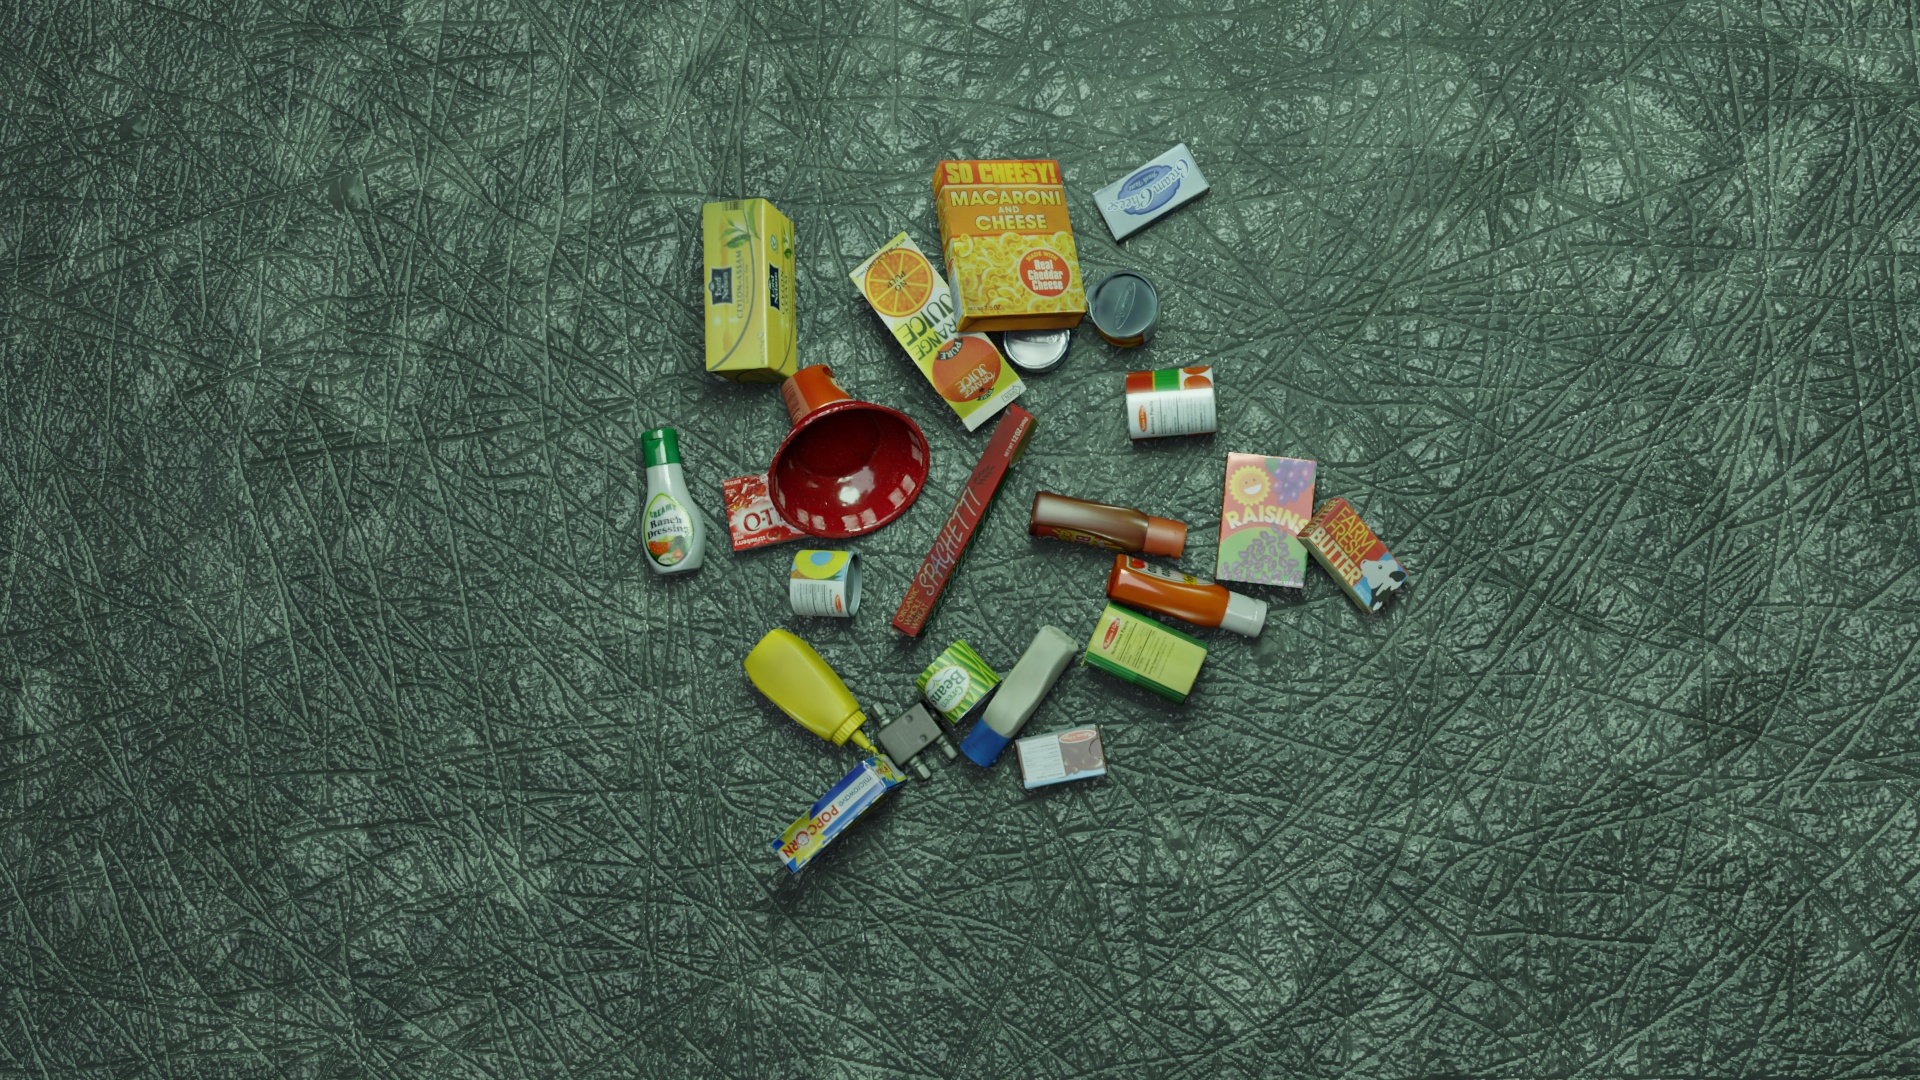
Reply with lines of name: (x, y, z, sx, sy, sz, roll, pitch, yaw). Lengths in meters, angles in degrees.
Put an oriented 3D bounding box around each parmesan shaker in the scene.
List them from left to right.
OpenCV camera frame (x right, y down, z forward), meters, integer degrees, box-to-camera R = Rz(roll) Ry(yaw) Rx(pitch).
parmesan shaker: (0.175, 0.110, 1.324, 0.103, 0.071, 0.071, 24, 92, 9)

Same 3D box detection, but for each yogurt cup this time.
yogurt cup: (-0.145, -0.140, 1.394, 0.072, 0.072, 0.054, -31, 75, 7)

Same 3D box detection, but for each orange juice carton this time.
orange juice carton: (-0.020, -0.203, 1.370, 0.072, 0.073, 0.193, -38, 82, 6)

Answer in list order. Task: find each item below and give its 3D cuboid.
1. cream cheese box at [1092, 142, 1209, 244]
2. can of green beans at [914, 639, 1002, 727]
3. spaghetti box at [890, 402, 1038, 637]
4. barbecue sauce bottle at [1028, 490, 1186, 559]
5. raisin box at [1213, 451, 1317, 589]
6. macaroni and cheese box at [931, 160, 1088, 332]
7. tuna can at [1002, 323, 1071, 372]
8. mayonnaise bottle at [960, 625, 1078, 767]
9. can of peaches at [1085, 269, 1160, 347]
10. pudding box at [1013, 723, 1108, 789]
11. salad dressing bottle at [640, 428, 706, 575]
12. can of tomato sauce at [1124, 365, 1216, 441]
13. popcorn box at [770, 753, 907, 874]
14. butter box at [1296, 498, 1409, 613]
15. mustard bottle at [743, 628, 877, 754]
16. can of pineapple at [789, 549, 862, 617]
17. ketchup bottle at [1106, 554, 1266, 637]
cream cheese box: (0.187, -0.341, 1.367, 0.104, 0.024, 0.053, -29, 83, 7)
can of green beans: (-0.002, 0.139, 1.352, 0.058, 0.071, 0.071, 45, 95, 9)
spaghetti box: (0.005, -0.017, 1.368, 0.029, 0.050, 0.250, 29, 92, 11)
barbecue sauce bottle: (0.142, -0.013, 1.340, 0.149, 0.065, 0.044, 11, 81, 1)
raisin box: (0.291, -0.019, 1.325, 0.086, 0.040, 0.123, 6, 89, 10)
macaroni and cheese box: (0.046, -0.285, 1.342, 0.124, 0.040, 0.167, -4, 72, -16)
tuna can: (0.076, -0.202, 1.374, 0.071, 0.033, 0.071, 0, 87, 10)
mayonnaise bottle: (0.056, 0.151, 1.346, 0.041, 0.065, 0.148, 37, 97, 12)
can of peaches: (0.159, -0.225, 1.348, 0.071, 0.058, 0.071, 0, 88, 10)
pudding box: (0.098, 0.210, 1.350, 0.084, 0.030, 0.049, -13, 84, 9)
salad dressing bottle: (-0.299, -0.040, 1.424, 0.064, 0.044, 0.147, -11, 85, 8)
can of tomato sauce: (0.202, -0.133, 1.334, 0.083, 0.071, 0.071, -4, 87, 9)
popcorn box: (-0.117, 0.264, 1.355, 0.126, 0.085, 0.038, -43, 80, 6)
butter box: (0.366, 0.014, 1.296, 0.053, 0.024, 0.103, -45, 101, -9)
mustard bottle: (-0.142, 0.159, 1.384, 0.160, 0.049, 0.065, 43, 95, 8)
can of pineapple: (-0.133, 0.042, 1.381, 0.058, 0.071, 0.071, 2, 88, 10)
ketchup bottle: (0.215, 0.055, 1.324, 0.149, 0.065, 0.043, 17, 101, 1)
